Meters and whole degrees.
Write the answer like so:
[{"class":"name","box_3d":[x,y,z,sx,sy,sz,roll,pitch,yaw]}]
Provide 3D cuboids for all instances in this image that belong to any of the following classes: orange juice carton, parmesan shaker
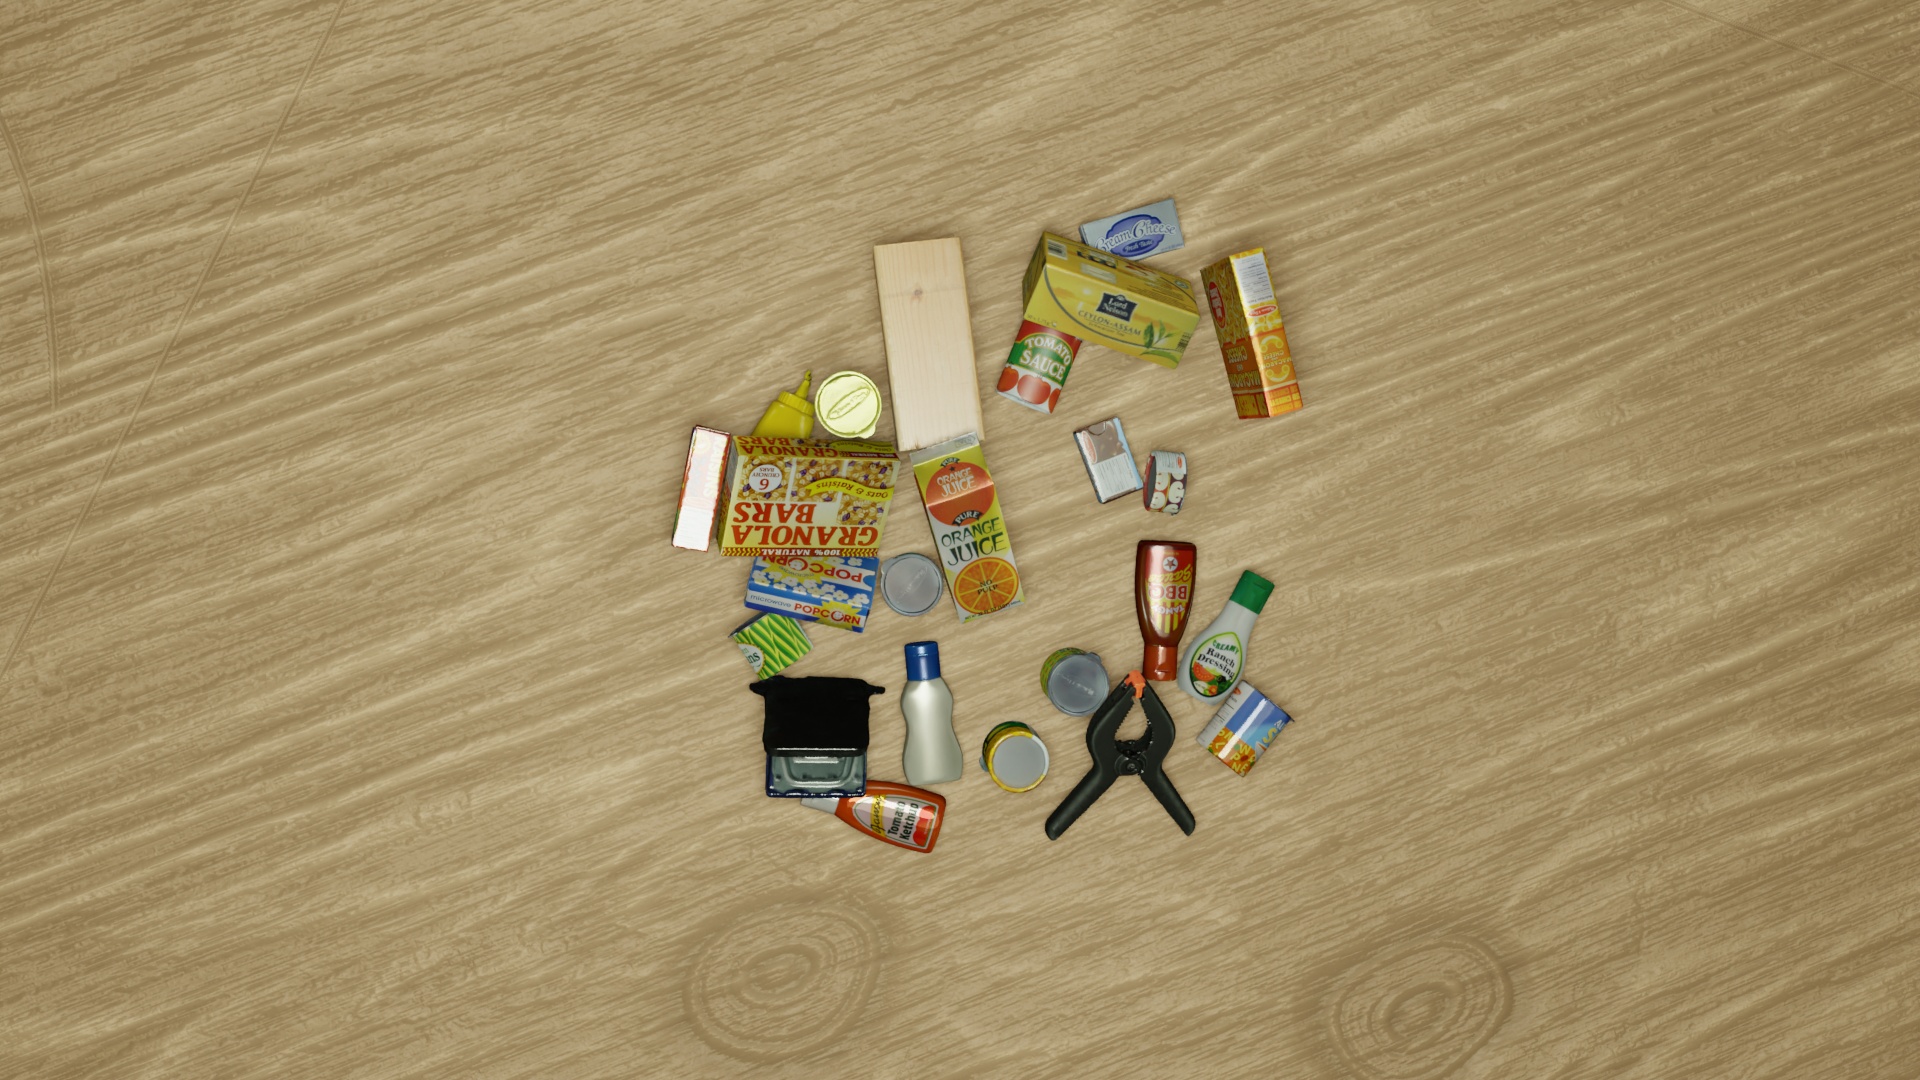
[{"class":"orange juice carton","box_3d":[0.005,-0.018,1.410,0.072,0.073,0.191,-18,121,-3]},{"class":"parmesan shaker","box_3d":[-0.113,-0.135,1.417,0.071,0.103,0.071,0,93,-4]}]

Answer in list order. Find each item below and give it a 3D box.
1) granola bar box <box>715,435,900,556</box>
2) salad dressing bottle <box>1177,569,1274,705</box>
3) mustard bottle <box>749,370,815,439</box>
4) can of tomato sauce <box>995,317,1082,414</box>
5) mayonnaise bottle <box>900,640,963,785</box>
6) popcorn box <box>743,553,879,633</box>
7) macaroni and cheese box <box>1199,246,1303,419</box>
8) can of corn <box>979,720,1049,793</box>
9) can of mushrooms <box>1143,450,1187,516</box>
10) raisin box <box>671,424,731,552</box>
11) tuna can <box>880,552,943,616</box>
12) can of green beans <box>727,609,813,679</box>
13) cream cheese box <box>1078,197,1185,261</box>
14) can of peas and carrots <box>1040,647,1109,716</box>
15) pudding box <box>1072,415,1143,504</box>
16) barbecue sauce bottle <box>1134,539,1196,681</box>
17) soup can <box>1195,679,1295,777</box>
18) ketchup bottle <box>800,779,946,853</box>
[{"class":"granola bar box","box_3d":[-0.155,-0.043,1.401,0.166,0.039,0.123,1,126,-22]},{"class":"salad dressing bottle","box_3d":[0.287,0.104,1.493,0.064,0.044,0.147,28,90,0]},{"class":"mustard bottle","box_3d":[-0.187,-0.102,1.439,0.065,0.049,0.160,26,90,-9]},{"class":"can of tomato sauce","box_3d":[0.081,-0.182,1.447,0.071,0.071,0.083,22,92,-6]},{"class":"mayonnaise bottle","box_3d":[-0.035,0.182,1.472,0.065,0.041,0.148,-6,92,-6]},{"class":"popcorn box","box_3d":[-0.152,0.043,1.430,0.127,0.085,0.038,13,126,-5]},{"class":"macaroni and cheese box","box_3d":[0.301,-0.211,1.438,0.040,0.124,0.166,-16,95,-2]},{"class":"can of corn","box_3d":[0.056,0.230,1.473,0.071,0.058,0.071,0,93,-5]},{"class":"can of mushrooms","box_3d":[0.216,-0.060,1.468,0.033,0.071,0.071,5,93,-5]},{"class":"raisin box","box_3d":[-0.265,-0.054,1.416,0.040,0.086,0.123,12,93,-11]},{"class":"tuna can","box_3d":[-0.054,0.044,1.466,0.071,0.033,0.071,0,93,-5]},{"class":"can of green beans","box_3d":[-0.195,0.103,1.441,0.071,0.071,0.058,-32,96,-2]},{"class":"cream cheese box","box_3d":[0.182,-0.322,1.471,0.104,0.024,0.053,-17,94,-4]},{"class":"can of peas and carrots","box_3d":[0.121,0.147,1.474,0.071,0.059,0.071,0,93,-5]},{"class":"pudding box","box_3d":[0.157,-0.086,1.479,0.050,0.030,0.083,-21,95,-2]},{"class":"barbecue sauce bottle","box_3d":[0.217,0.075,1.486,0.065,0.043,0.148,3,93,-6]},{"class":"soup can","box_3d":[0.305,0.203,1.488,0.071,0.071,0.084,38,90,-6]},{"class":"ketchup bottle","box_3d":[-0.093,0.282,1.471,0.149,0.043,0.064,17,92,-5]}]
